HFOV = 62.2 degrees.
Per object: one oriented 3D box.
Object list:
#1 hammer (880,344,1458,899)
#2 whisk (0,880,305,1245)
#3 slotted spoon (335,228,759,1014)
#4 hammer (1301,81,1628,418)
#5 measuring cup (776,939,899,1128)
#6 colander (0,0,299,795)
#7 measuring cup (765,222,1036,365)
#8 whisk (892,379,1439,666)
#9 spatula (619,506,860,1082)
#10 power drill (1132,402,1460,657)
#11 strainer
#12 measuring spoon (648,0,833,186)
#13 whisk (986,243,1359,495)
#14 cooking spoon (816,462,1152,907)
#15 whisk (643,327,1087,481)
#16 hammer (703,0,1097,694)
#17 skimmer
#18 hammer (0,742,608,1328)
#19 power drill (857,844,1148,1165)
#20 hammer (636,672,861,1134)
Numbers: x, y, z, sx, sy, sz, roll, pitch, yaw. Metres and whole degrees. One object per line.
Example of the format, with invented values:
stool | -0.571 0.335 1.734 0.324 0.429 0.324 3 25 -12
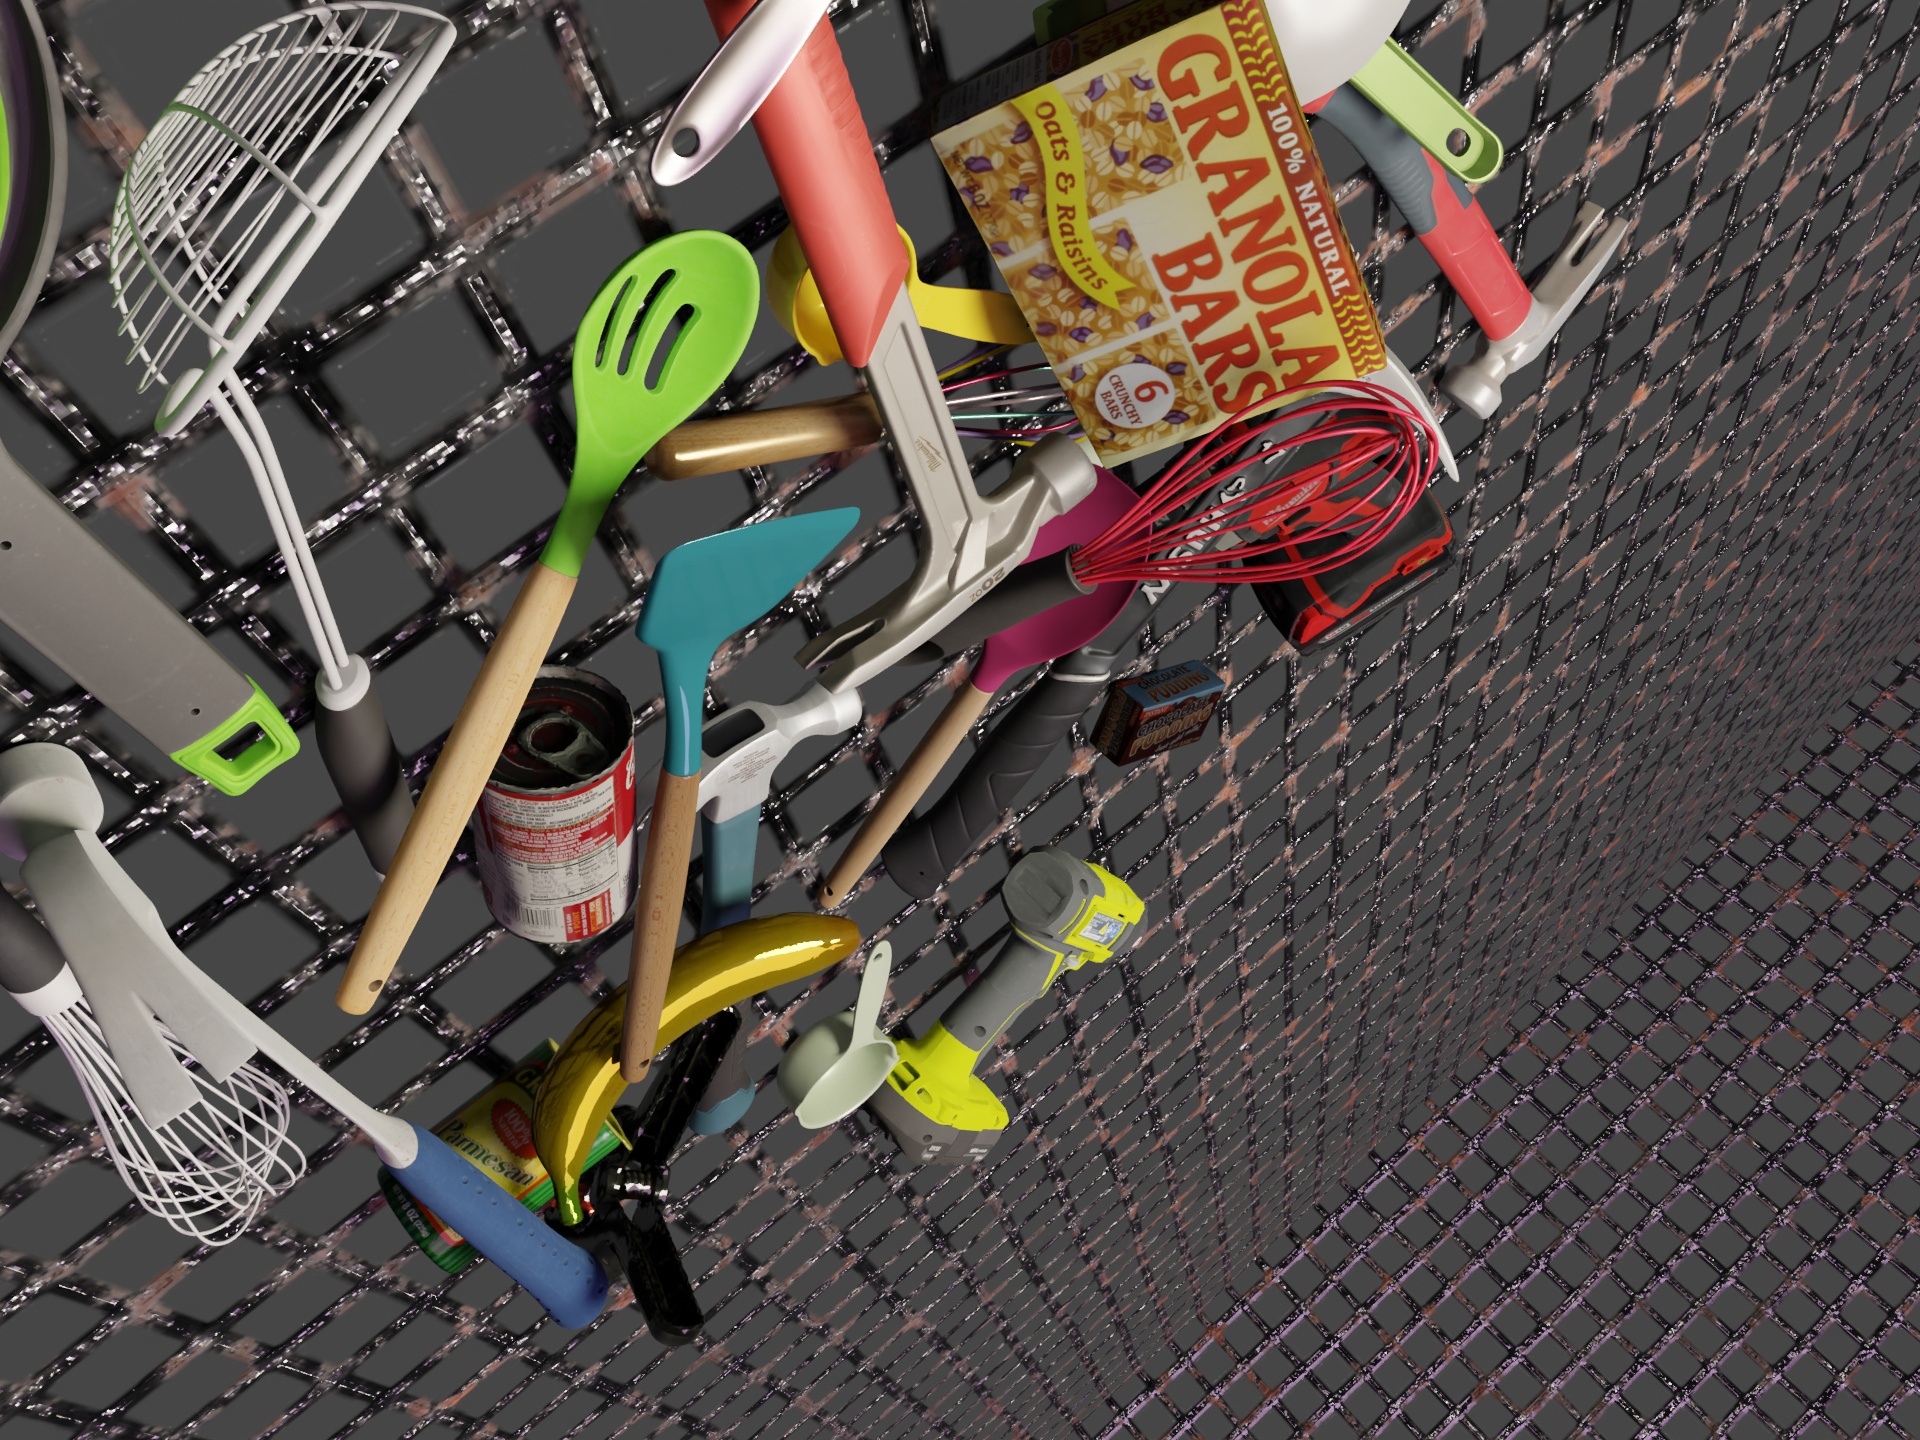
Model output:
hammer | 0.076 -0.037 0.807 0.149 0.036 0.408 24 127 -20
whisk | -0.315 0.112 0.577 0.070 0.070 0.284 -34 143 -20
slotted spoon | -0.158 -0.032 0.572 0.070 0.031 0.314 16 103 -57
hammer | 0.262 -0.281 0.836 0.143 0.038 0.386 -54 149 12
measuring cup | -0.072 0.184 0.983 0.083 0.038 0.167 -20 139 -37
colander | -0.264 -0.063 0.385 0.204 0.095 0.396 -39 149 -12
measuring cup | -0.016 -0.171 0.635 0.156 0.029 0.062 -7 133 -51
whisk | 0.068 -0.071 0.690 0.296 0.073 0.073 -19 170 39
spatula | -0.111 0.045 0.641 0.082 0.044 0.317 -19 137 -39
power drill | 0.167 -0.102 0.871 0.188 0.080 0.226 -34 156 20
strainer | 0.160 -0.271 0.628 0.256 0.069 0.151 19 112 -40
measuring spoon | -0.053 -0.208 0.461 0.124 0.018 0.034 -49 138 10
whisk | 0.097 -0.158 0.774 0.246 0.058 0.059 -38 115 -5
cooking spoon | -0.001 -0.003 0.806 0.318 0.069 0.017 -54 171 36
whisk | -0.020 -0.126 0.669 0.245 0.051 0.047 -18 146 -35
hammer | -0.047 -0.164 0.542 0.149 0.037 0.358 -39 141 -14
skimmer | -0.183 -0.047 0.510 0.090 0.127 0.363 8 141 0
hammer | -0.227 0.168 0.629 0.035 0.144 0.405 -38 144 -15
power drill | 0.037 0.195 1.096 0.223 0.080 0.171 -52 150 5
hammer | -0.123 0.118 0.842 0.128 0.033 0.330 -26 145 -32
